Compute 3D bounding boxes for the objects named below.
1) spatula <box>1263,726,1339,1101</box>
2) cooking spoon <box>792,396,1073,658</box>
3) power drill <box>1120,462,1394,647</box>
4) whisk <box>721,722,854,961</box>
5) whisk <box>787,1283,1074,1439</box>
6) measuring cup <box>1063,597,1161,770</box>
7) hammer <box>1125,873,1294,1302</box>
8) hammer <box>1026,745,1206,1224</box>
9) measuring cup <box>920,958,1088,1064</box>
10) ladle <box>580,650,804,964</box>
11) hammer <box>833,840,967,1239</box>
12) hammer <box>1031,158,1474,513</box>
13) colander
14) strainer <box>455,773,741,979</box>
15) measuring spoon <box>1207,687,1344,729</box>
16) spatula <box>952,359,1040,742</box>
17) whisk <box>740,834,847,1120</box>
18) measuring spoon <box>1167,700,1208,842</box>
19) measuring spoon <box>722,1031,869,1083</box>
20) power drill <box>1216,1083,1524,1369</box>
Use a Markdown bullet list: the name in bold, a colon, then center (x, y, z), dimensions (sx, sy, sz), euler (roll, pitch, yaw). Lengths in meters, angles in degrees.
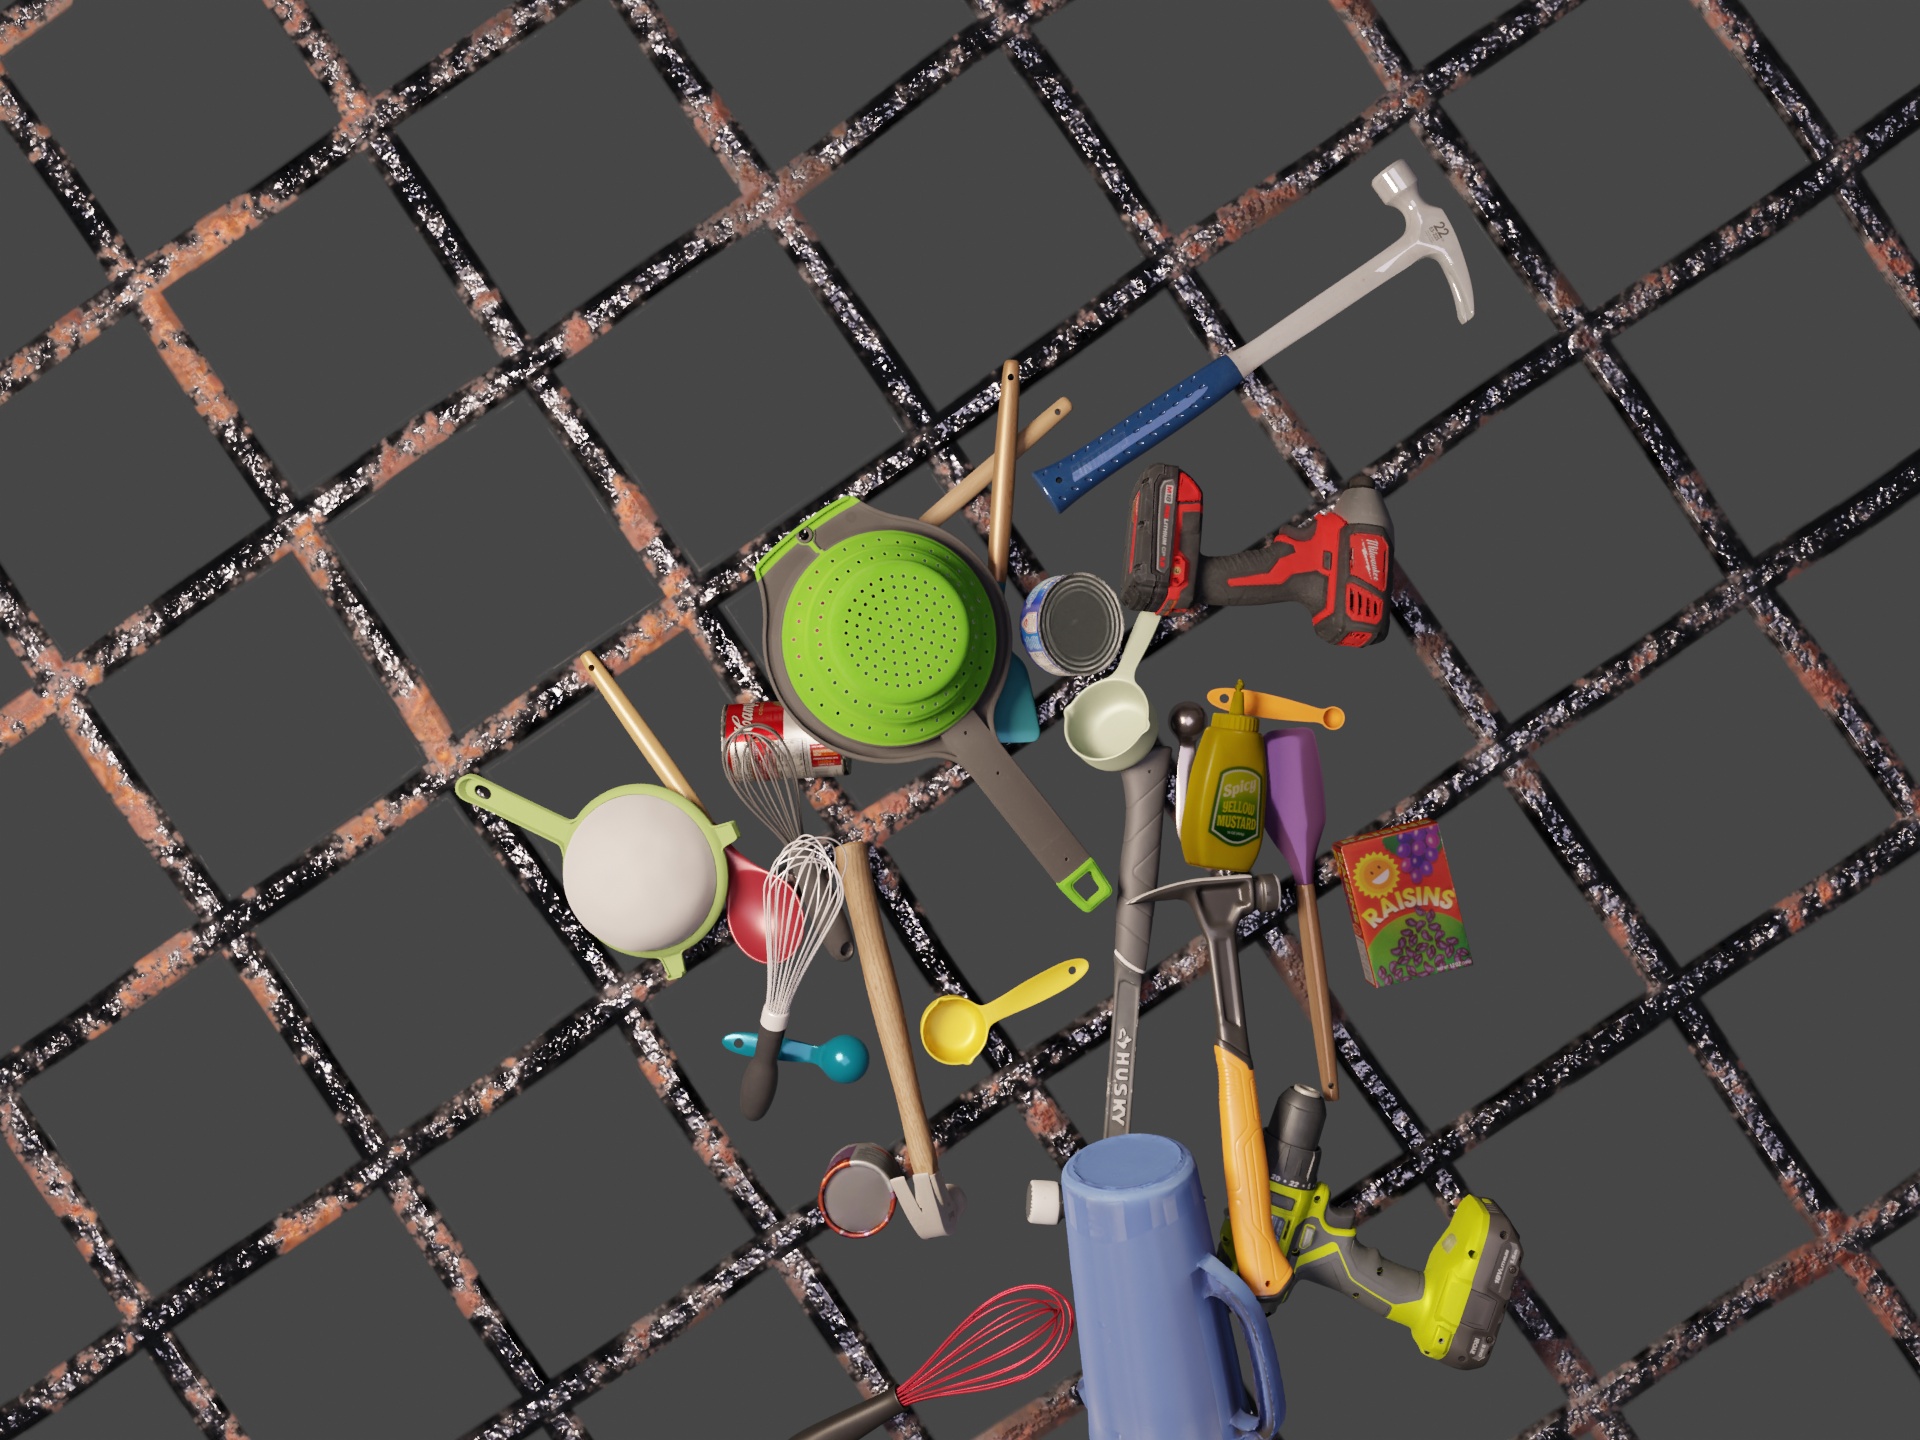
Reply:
- **spatula**: center (0.292, 0.164, 1.346), dimensions (0.060, 0.018, 0.316), euler (-8, 89, 5)
- **cooking spoon**: center (-0.028, -0.167, 1.356), dimensions (0.319, 0.017, 0.069), euler (-40, 92, 2)
- **power drill**: center (0.250, -0.144, 1.314), dimensions (0.219, 0.078, 0.143), euler (7, 79, -2)
- **whisk**: center (-0.136, 0.105, 1.310), dimensions (0.055, 0.055, 0.238), euler (-20, 115, 2)
- **whisk**: center (-0.033, 0.563, 1.343), dimensions (0.296, 0.073, 0.073), euler (-32, 89, 8)
- **measuring cup**: center (0.146, -0.033, 1.341), dimensions (0.083, 0.038, 0.168), euler (12, 69, 36)
- **hammer**: center (0.217, 0.296, 1.288), dimensions (0.127, 0.034, 0.337), euler (-5, 80, -8)
- **hammer**: center (0.146, 0.224, 1.341), dimensions (0.149, 0.036, 0.409), euler (5, 89, -3)
- **measuring cup**: center (0.037, 0.240, 1.357), dimensions (0.156, 0.029, 0.062), euler (-25, 94, -10)
- **ladle**: center (-0.233, 0.071, 1.360), dimensions (0.069, 0.031, 0.315), euler (-36, 87, 9)
- **hammer**: center (-0.056, 0.263, 1.323), dimensions (0.031, 0.130, 0.331), euler (-15, 81, 7)
- **hammer**: center (0.243, -0.298, 1.336), dimensions (0.405, 0.035, 0.144), euler (-34, 89, 2)
- **colander**: center (-0.002, -0.004, 1.268), dimensions (0.204, 0.094, 0.397), euler (-39, 95, -8)
- **strainer**: center (-0.322, 0.110, 1.333), dimensions (0.256, 0.069, 0.151), euler (25, 102, 7)
- **measuring spoon**: center (0.267, -0.011, 1.352), dimensions (0.117, 0.011, 0.021), euler (10, 90, 6)
- **spatula**: center (0.034, -0.141, 1.332), dimensions (0.082, 0.044, 0.317), euler (3, 96, 0)
- **whisk**: center (-0.147, 0.217, 1.306), dimensions (0.070, 0.070, 0.284), euler (16, 114, 2)
- **measuring spoon**: center (0.193, 0.046, 1.348), dimensions (0.034, 0.018, 0.124), euler (0, 91, 2)
- **measuring spoon**: center (-0.142, 0.285, 1.359), dimensions (0.128, 0.021, 0.042), euler (8, 91, 2)
- **power drill**: center (0.336, 0.421, 1.318), dimensions (0.228, 0.080, 0.190), euler (18, 92, 5)
